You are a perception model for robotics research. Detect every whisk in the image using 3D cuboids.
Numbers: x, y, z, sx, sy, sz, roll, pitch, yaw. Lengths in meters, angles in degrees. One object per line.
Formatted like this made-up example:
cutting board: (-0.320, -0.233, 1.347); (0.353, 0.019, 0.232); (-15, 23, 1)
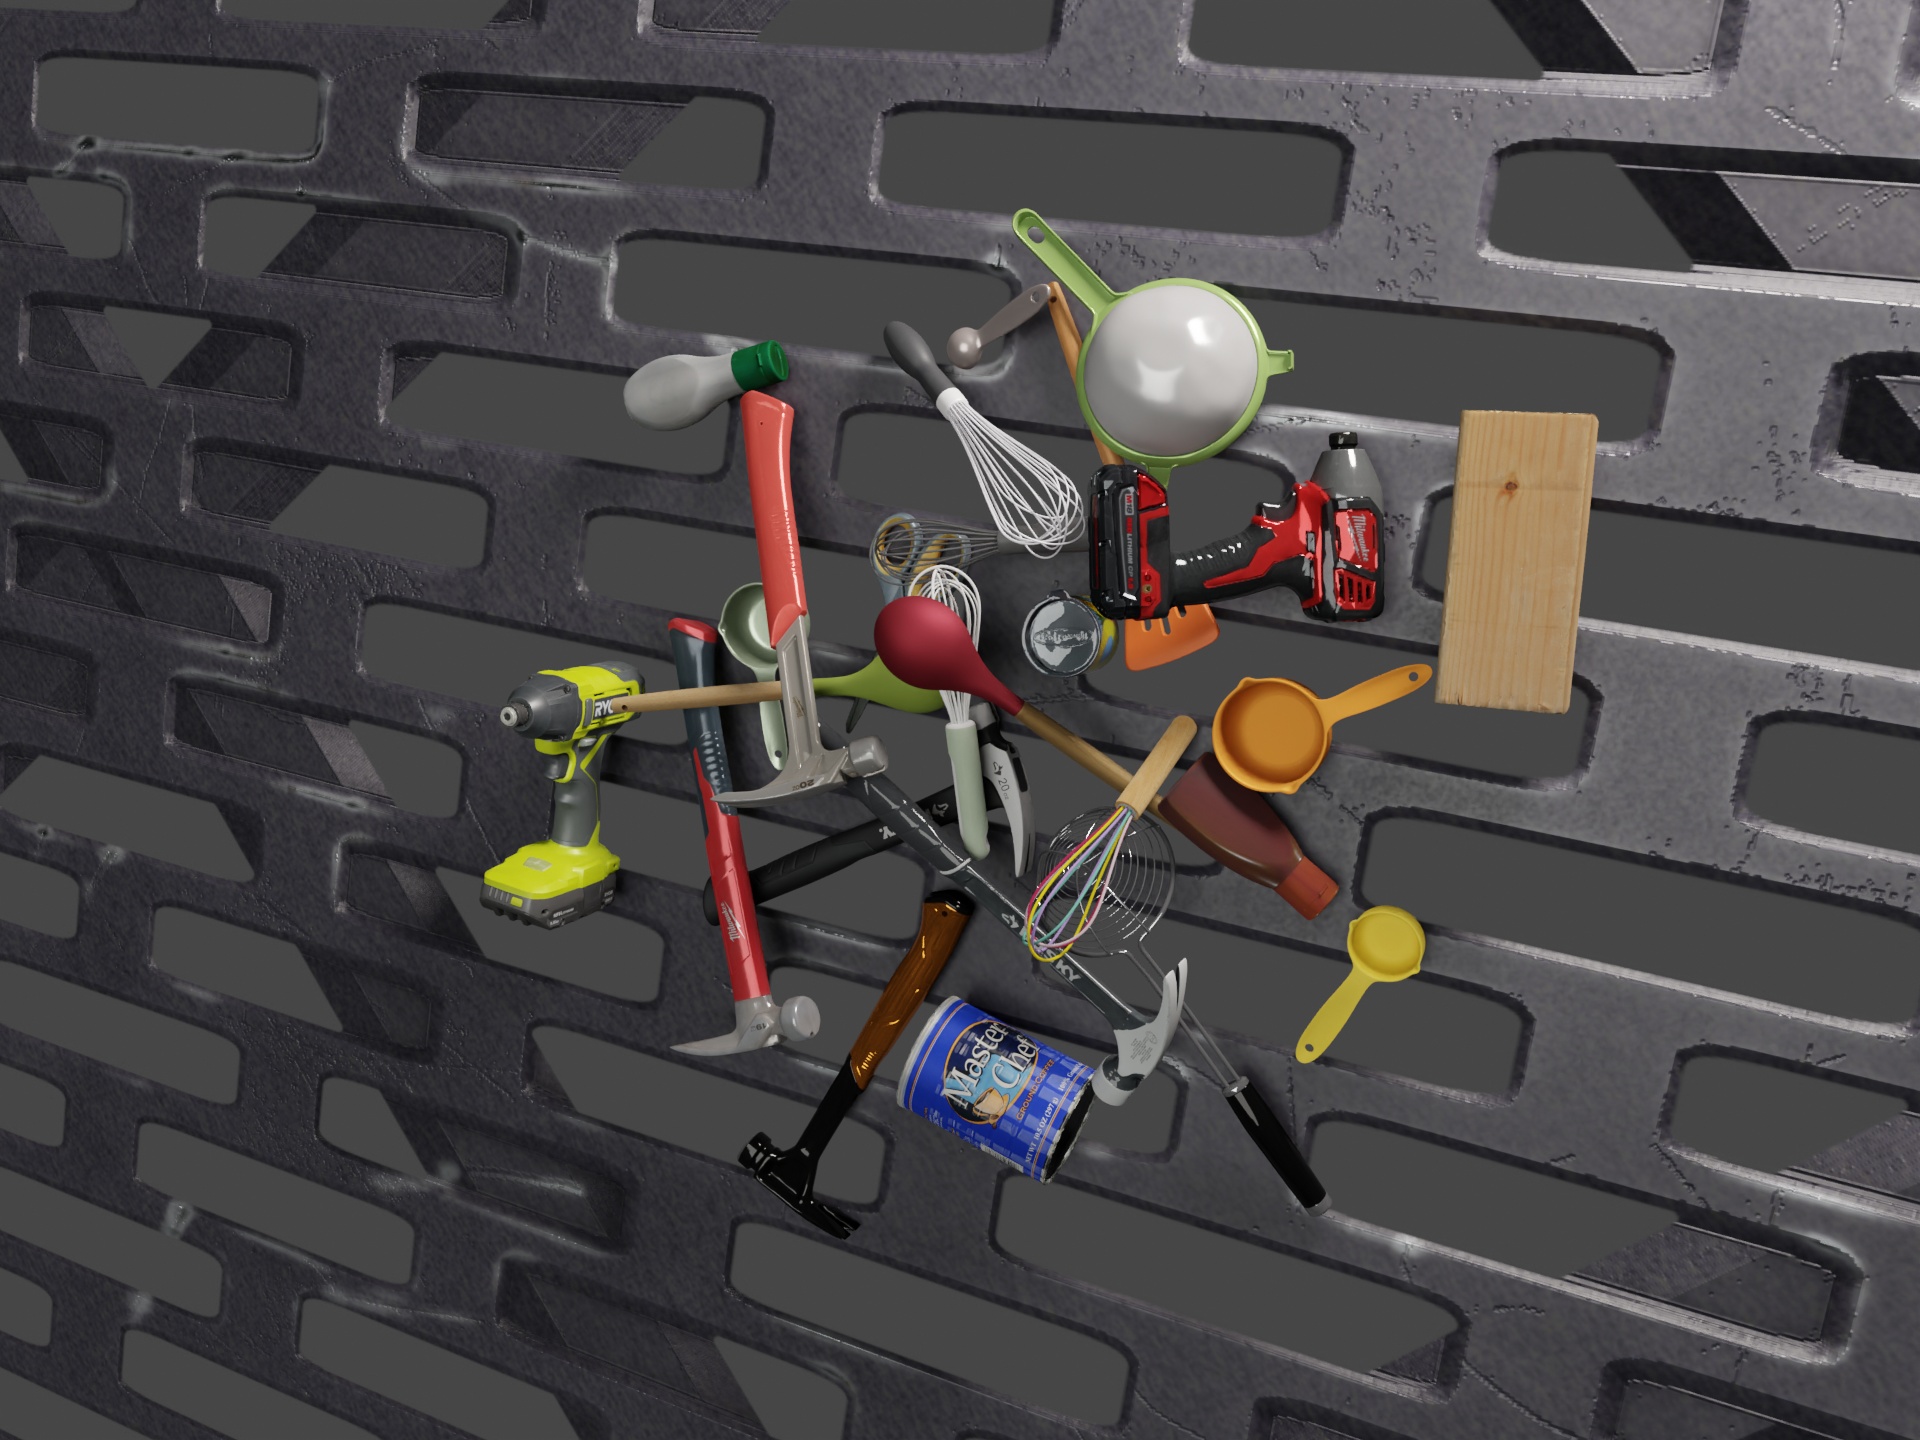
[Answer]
whisk: (0.035, -0.142, 1.283); (0.239, 0.055, 0.055); (-3, 94, 24)
whisk: (-0.002, -0.004, 1.292); (0.059, 0.058, 0.246); (-6, 101, 6)
whisk: (0.008, -0.233, 1.271); (0.070, 0.070, 0.285); (-47, 57, 19)
whisk: (0.118, 0.088, 1.225); (0.047, 0.245, 0.051); (41, 151, -5)

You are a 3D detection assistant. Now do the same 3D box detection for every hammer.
hammer: (0.011, 0.127, 1.282); (0.409, 0.036, 0.149); (41, 131, 16)
hammer: (-0.224, 0.100, 1.412); (0.143, 0.038, 0.386); (-16, 81, 27)
hammer: (-0.087, 0.113, 1.388); (0.335, 0.035, 0.146); (-24, 85, 22)
hammer: (-0.157, -0.108, 1.337); (0.149, 0.036, 0.359); (-14, 73, 16)
hammer: (-0.074, 0.296, 1.400); (0.127, 0.034, 0.337); (34, 106, 17)

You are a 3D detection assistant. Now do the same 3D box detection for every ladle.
ladle: (-0.151, -0.032, 1.367); (0.320, 0.062, 0.078); (-5, 119, 17)
ladle: (0.066, 0.006, 1.258); (0.315, 0.031, 0.069); (35, 101, -10)

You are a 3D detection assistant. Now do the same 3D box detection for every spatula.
spatula: (0.122, -0.201, 1.271); (0.081, 0.041, 0.322); (-21, 86, 23)

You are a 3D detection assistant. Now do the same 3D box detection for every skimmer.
skimmer: (0.190, 0.236, 1.291); (0.127, 0.090, 0.363); (-35, 92, 16)

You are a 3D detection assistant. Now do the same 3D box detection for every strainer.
strainer: (0.124, -0.313, 1.230); (0.151, 0.069, 0.256); (-43, 79, 7)

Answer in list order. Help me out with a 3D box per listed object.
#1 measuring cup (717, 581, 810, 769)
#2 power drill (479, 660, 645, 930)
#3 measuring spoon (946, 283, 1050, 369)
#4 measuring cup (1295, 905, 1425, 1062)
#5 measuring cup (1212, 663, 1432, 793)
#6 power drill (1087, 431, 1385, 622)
measuring cup: (-0.164, -0.041, 1.406); (0.083, 0.038, 0.167); (-3, 101, 21)
power drill: (-0.361, 0.064, 1.423); (0.080, 0.171, 0.223); (15, 104, 20)
measuring spoon: (0.027, -0.320, 1.283); (0.124, 0.018, 0.034); (-24, 83, 48)
measuring cup: (0.309, 0.209, 1.248); (0.062, 0.029, 0.156); (36, 119, 15)
measuring cup: (0.280, -0.006, 1.221); (0.173, 0.052, 0.095); (-24, 86, 20)
power drill: (0.209, -0.143, 1.193); (0.219, 0.078, 0.143); (-2, 96, -2)
